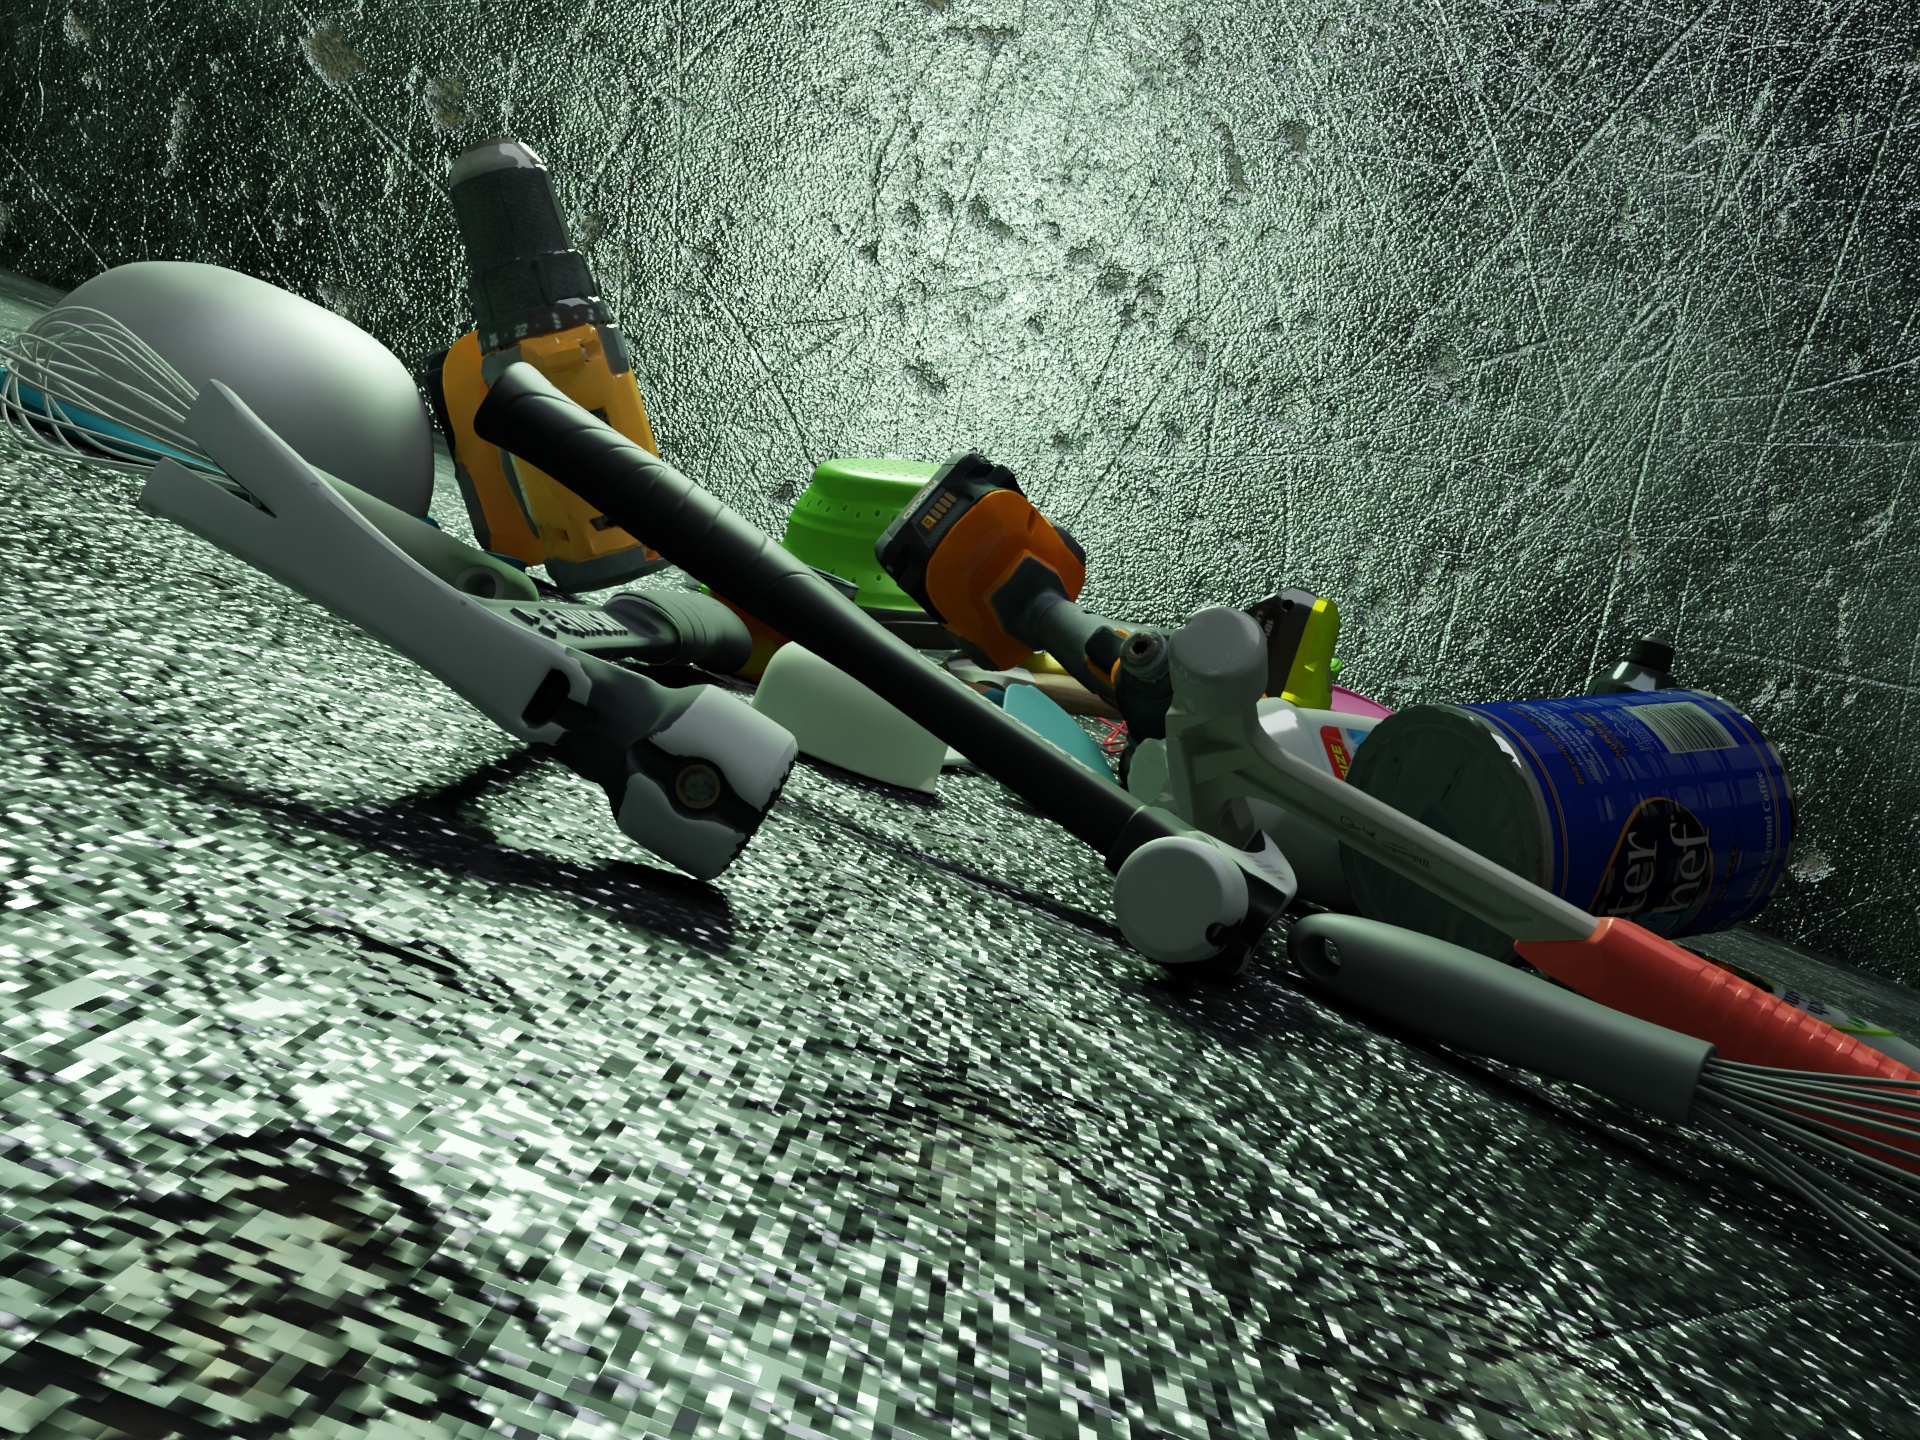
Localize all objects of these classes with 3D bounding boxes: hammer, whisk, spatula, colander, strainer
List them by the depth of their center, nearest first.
[{"bbox_3d":[0.192,0.098,0.417,0.239,0.055,0.055,18,2,37],"label":"whisk"},{"bbox_3d":[0.215,0.088,0.478,0.359,0.037,0.149,31,-22,30],"label":"hammer"},{"bbox_3d":[-0.111,-0.030,0.511,0.149,0.036,0.409,32,2,-4],"label":"hammer"},{"bbox_3d":[-0.036,-0.028,0.519,0.335,0.035,0.146,35,7,21],"label":"hammer"},{"bbox_3d":[-0.261,-0.090,0.591,0.246,0.058,0.059,26,-3,11],"label":"whisk"},{"bbox_3d":[-0.297,-0.144,0.734,0.341,0.095,0.210,22,5,36],"label":"strainer"},{"bbox_3d":[-0.001,-0.003,0.806,0.082,0.044,0.318,33,-6,-23],"label":"spatula"},{"bbox_3d":[0.151,-0.003,0.953,0.331,0.031,0.130,8,16,-11],"label":"hammer"},{"bbox_3d":[0.037,-0.097,0.967,0.397,0.094,0.204,11,16,20],"label":"colander"},{"bbox_3d":[0.121,0.009,1.044,0.073,0.073,0.296,21,11,3],"label":"whisk"}]

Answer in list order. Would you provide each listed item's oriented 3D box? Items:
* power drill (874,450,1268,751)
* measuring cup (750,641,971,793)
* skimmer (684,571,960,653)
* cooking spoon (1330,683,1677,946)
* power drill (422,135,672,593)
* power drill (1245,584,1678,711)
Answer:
[{"bbox_3d":[0.060,-0.042,0.779,0.227,0.084,0.164,40,-1,35],"label":"power drill"},{"bbox_3d":[-0.022,-0.003,0.639,0.083,0.038,0.167,23,7,22],"label":"measuring cup"},{"bbox_3d":[-0.084,-0.082,1.348,0.363,0.090,0.127,1,20,-45],"label":"skimmer"},{"bbox_3d":[0.302,0.071,0.862,0.069,0.017,0.319,-23,52,-40],"label":"cooking spoon"},{"bbox_3d":[-0.197,-0.154,0.736,0.084,0.185,0.226,-20,13,-18],"label":"power drill"},{"bbox_3d":[0.248,0.016,0.825,0.223,0.171,0.080,19,2,18],"label":"power drill"}]
